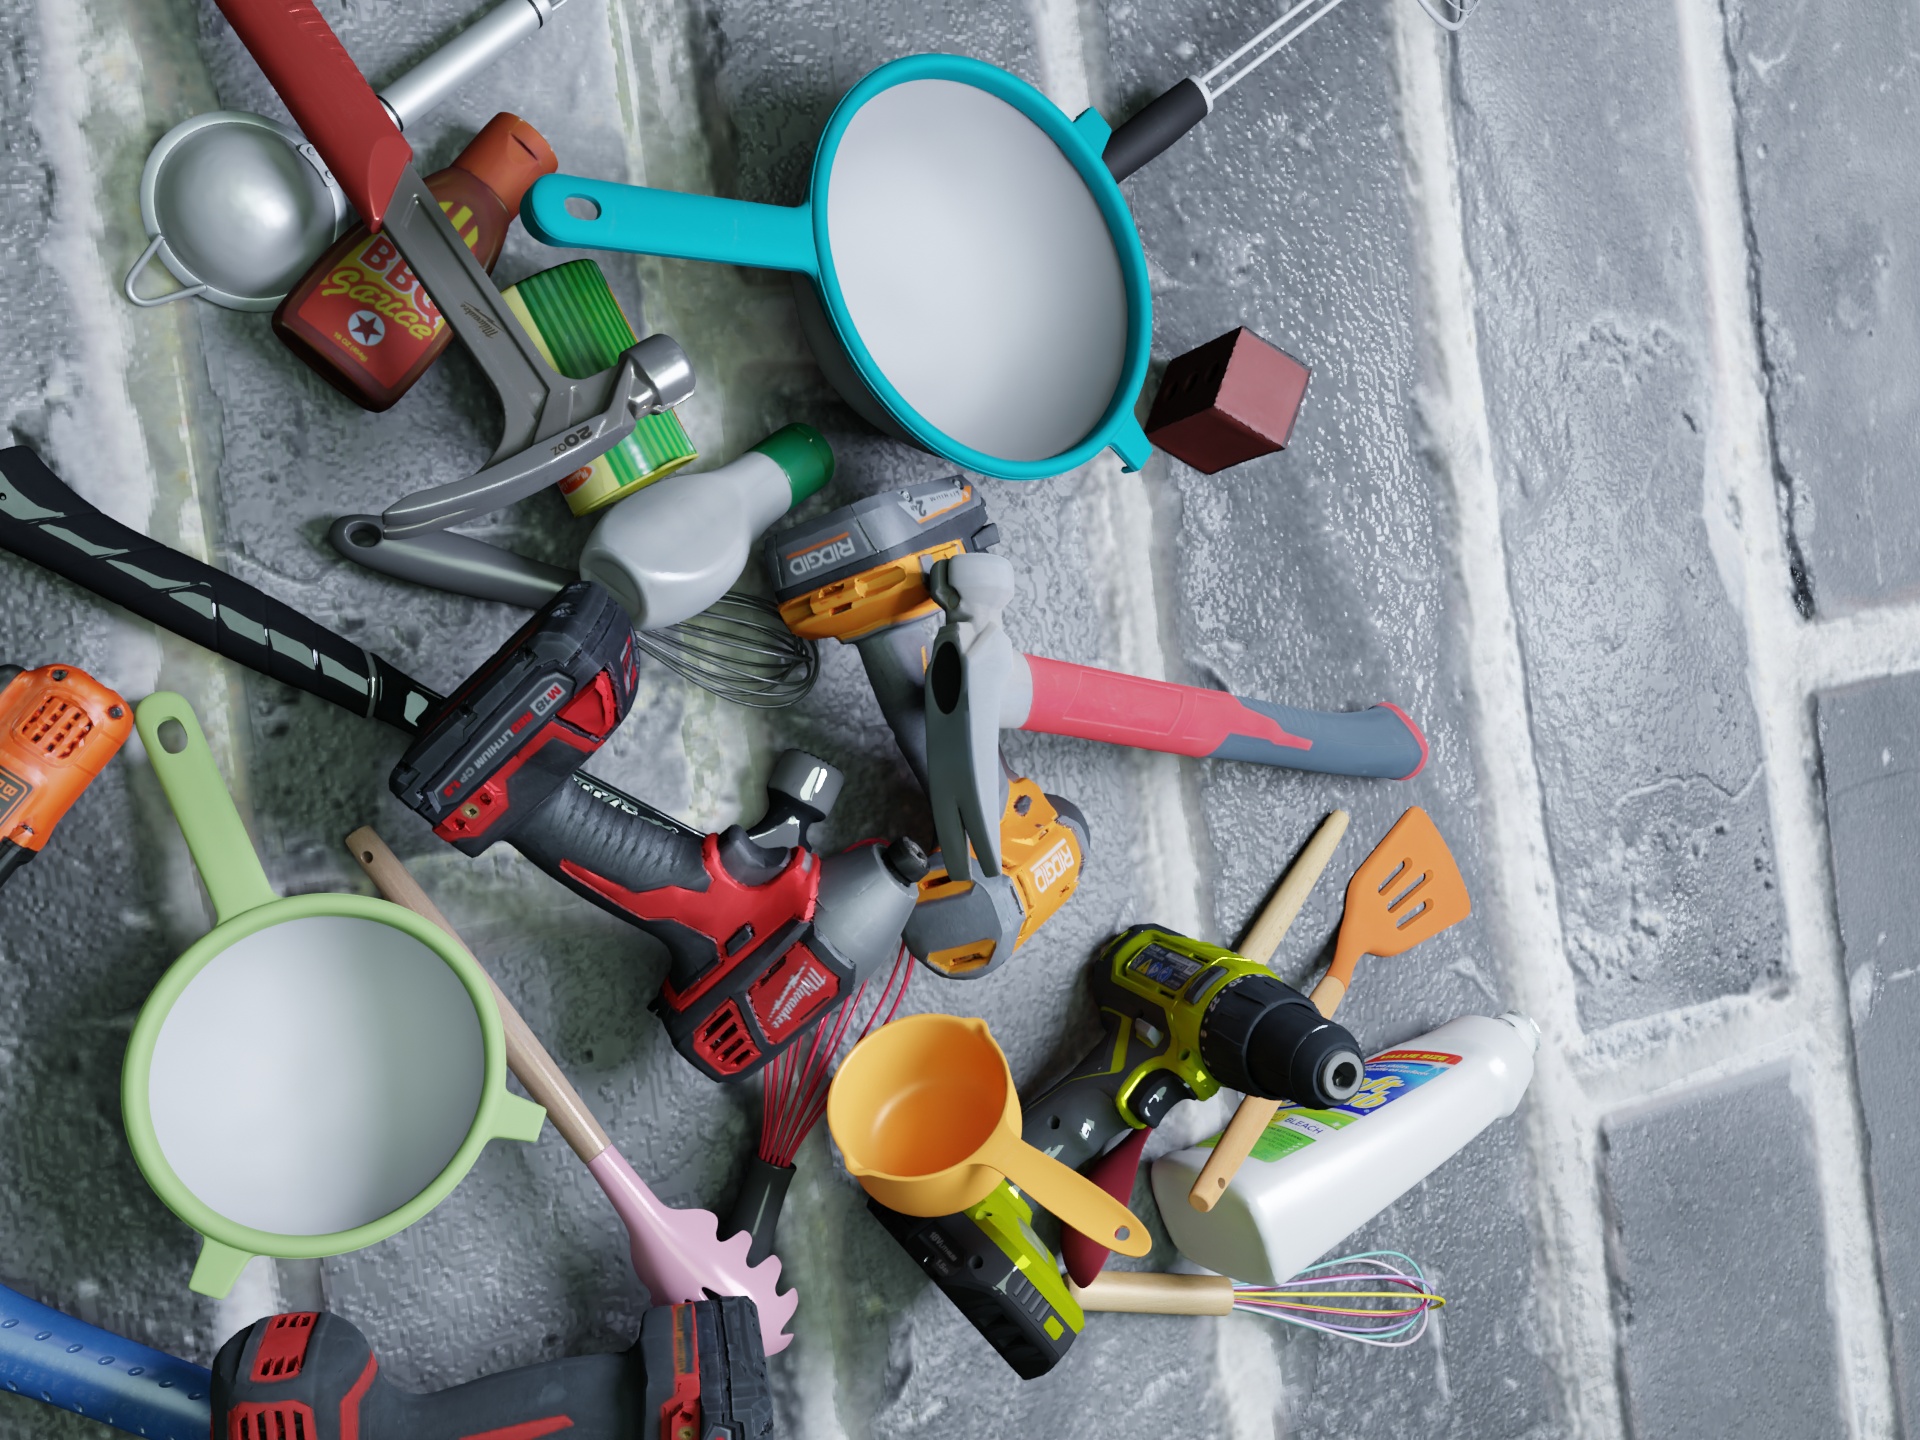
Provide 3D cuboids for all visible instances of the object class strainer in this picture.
[{"bbox_3d":[-0.059,-0.212,0.768,0.340,0.095,0.211,-4,86,-37],"label":"strainer"},{"bbox_3d":[-0.273,-0.273,0.729,0.258,0.050,0.086,-48,122,-21],"label":"strainer"},{"bbox_3d":[-0.301,0.108,0.702,0.151,0.069,0.256,-25,81,-21],"label":"strainer"}]

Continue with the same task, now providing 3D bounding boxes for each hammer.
[{"bbox_3d":[0.131,0.017,0.822,0.386,0.038,0.143,8,76,-44],"label":"hammer"},{"bbox_3d":[-0.272,-0.253,0.680,0.149,0.036,0.359,-34,87,-24],"label":"hammer"},{"bbox_3d":[-0.256,-0.002,0.731,0.408,0.036,0.149,30,78,-20],"label":"hammer"},{"bbox_3d":[-0.249,0.340,0.718,0.405,0.035,0.144,31,85,-18],"label":"hammer"}]

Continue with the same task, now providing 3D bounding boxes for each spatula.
[{"bbox_3d":[0.207,0.161,0.887,0.323,0.041,0.081,-41,106,-46],"label":"spatula"}]

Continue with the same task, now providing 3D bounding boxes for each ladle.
[{"bbox_3d":[0.140,0.173,0.894,0.031,0.069,0.315,37,68,0],"label":"ladle"}]

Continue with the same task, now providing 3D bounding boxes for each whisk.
[{"bbox_3d":[-0.179,-0.055,0.763,0.238,0.055,0.055,15,83,-18],"label":"whisk"},{"bbox_3d":[-0.086,0.199,0.789,0.073,0.073,0.296,21,86,-22],"label":"whisk"},{"bbox_3d":[0.171,0.326,0.905,0.245,0.047,0.051,10,86,-20],"label":"whisk"}]

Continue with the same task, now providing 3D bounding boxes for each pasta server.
[{"bbox_3d":[-0.184,0.178,0.741,0.060,0.040,0.316,-37,91,-1],"label":"pasta server"}]

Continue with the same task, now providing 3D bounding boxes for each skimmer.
[{"bbox_3d":[0.173,-0.393,0.932,0.363,0.090,0.127,-39,106,-9],"label":"skimmer"}]

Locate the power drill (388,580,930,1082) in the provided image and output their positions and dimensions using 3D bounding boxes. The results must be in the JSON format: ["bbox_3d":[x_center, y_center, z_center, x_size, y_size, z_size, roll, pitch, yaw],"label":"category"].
[{"bbox_3d":[-0.125,0.050,0.704,0.143,0.079,0.219,-41,108,12],"label":"power drill"}]

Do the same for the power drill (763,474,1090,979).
[{"bbox_3d":[-0.001,-0.003,0.798,0.164,0.084,0.226,-29,100,-62],"label":"power drill"}]

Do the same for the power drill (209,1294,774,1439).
[{"bbox_3d":[-0.197,0.339,0.674,0.226,0.080,0.188,0,103,-12],"label":"power drill"}]

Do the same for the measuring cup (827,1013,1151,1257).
[{"bbox_3d":[0.017,0.205,0.729,0.095,0.174,0.052,-46,143,-26],"label":"measuring cup"}]

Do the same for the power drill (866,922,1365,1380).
[{"bbox_3d":[0.079,0.205,0.790,0.228,0.191,0.080,-42,110,-14],"label":"power drill"}]
